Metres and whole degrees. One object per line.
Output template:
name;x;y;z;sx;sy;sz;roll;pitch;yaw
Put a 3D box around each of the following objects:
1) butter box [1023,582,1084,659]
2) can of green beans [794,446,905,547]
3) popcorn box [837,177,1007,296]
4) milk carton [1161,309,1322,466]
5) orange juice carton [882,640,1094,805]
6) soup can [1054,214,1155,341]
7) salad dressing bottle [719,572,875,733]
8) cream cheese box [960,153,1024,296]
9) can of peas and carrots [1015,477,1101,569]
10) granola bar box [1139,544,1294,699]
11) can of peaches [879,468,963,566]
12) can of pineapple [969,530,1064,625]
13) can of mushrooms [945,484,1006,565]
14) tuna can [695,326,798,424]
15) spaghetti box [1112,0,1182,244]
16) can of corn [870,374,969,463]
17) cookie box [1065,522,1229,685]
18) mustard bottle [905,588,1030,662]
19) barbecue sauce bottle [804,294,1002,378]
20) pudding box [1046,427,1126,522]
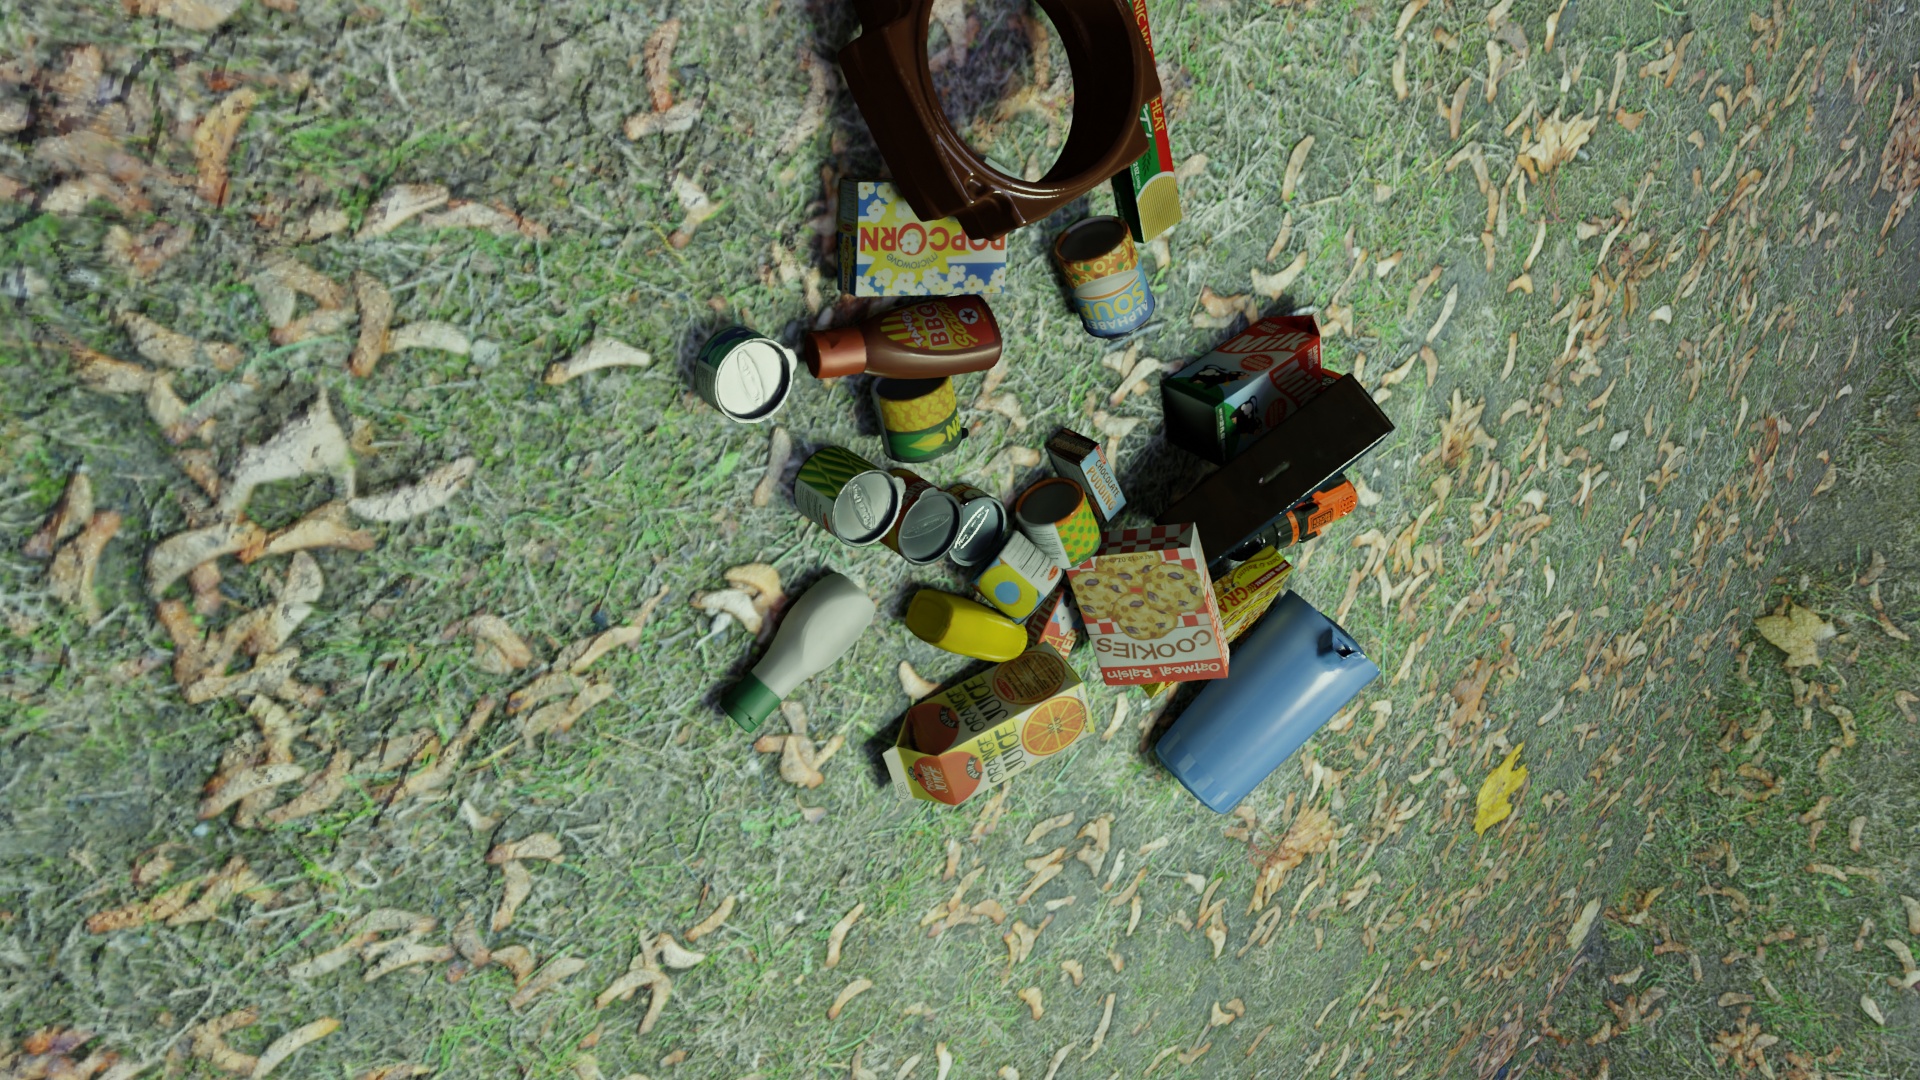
butter box;0.088;0.093;1.357;0.053;0.024;0.103;19;99;-46
can of green beans;-0.090;-0.035;1.108;0.071;0.058;0.071;-20;124;-32
popcorn box;-0.027;-0.229;1.049;0.127;0.038;0.085;-6;111;-24
milk carton;0.293;-0.157;1.367;0.191;0.073;0.072;-32;131;-25
orange juice carton;0.021;0.178;1.294;0.193;0.073;0.071;-26;129;-12
soup can;0.124;-0.224;1.186;0.071;0.071;0.083;-43;133;-15
salad dressing bottle;-0.136;0.093;1.149;0.148;0.044;0.064;-47;137;-10
cream cheese box;0.009;-0.250;1.104;0.053;0.024;0.103;19;99;-44
can of peas and carrots;0.091;-0.017;1.272;0.071;0.071;0.058;-41;133;-17
granola bar box;0.263;0.085;1.462;0.166;0.039;0.123;-31;158;-25
can of peaches;-0.041;-0.022;1.159;0.071;0.058;0.071;-20;124;-32
can of pineapple;0.049;0.034;1.245;0.058;0.071;0.071;40;82;-5
can of mushrooms;0.004;-0.015;1.220;0.071;0.033;0.070;-20;125;-32
tuna can;-0.157;-0.123;1.020;0.071;0.033;0.070;-20;125;-32
spaghetti box;0.140;-0.367;1.153;0.050;0.029;0.248;-37;132;-22
can of corn;-0.033;-0.104;1.114;0.071;0.071;0.058;-31;129;-25
cookie box;0.178;0.065;1.319;0.040;0.123;0.166;-71;148;-48
mustard bottle;0.019;0.083;1.265;0.160;0.065;0.049;21;95;-50
barbecue sauce bottle;-0.045;-0.153;1.078;0.149;0.065;0.043;-12;151;-22
pudding box;0.116;-0.060;1.282;0.030;0.050;0.083;-44;133;-16
